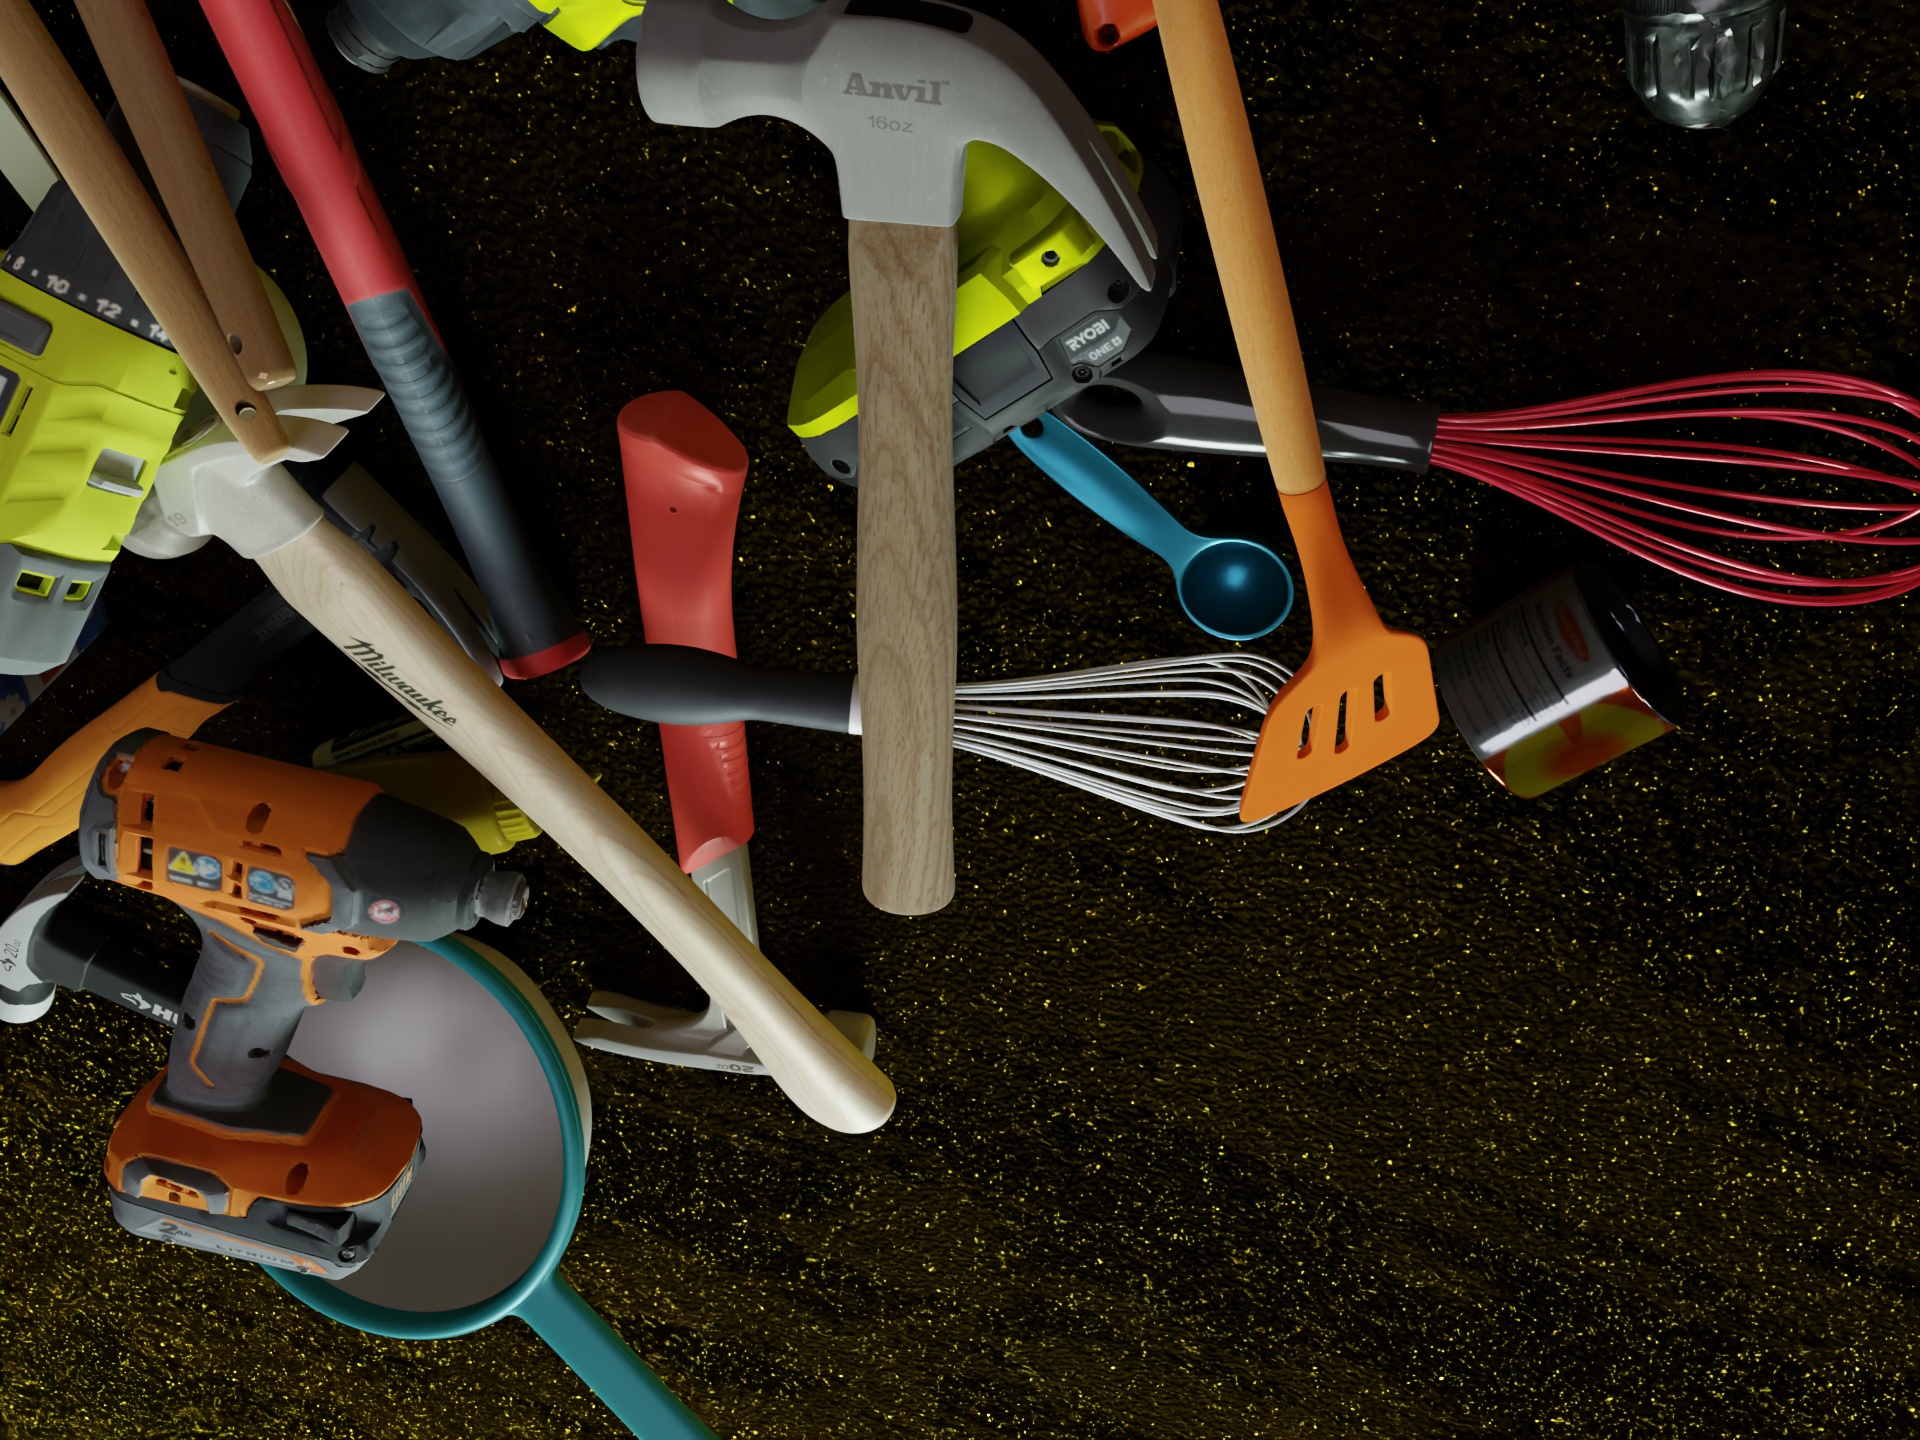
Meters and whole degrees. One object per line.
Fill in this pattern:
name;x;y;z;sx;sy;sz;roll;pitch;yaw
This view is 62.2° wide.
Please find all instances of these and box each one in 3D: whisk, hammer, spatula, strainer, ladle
whisk;-0.001;-0.002;0.598;0.284;0.070;0.070;6;130;0
hammer;-0.357;0.183;0.864;0.334;0.035;0.146;30;129;-12
spatula;0.092;-0.095;0.474;0.081;0.041;0.322;-25;122;-5
hammer;-0.014;-0.052;0.493;0.130;0.031;0.331;7;135;6
hammer;-0.345;-0.002;0.712;0.337;0.034;0.127;-27;117;30
strainer;-0.218;0.231;0.784;0.340;0.095;0.211;45;107;3
hammer;-0.141;0.042;0.628;0.146;0.038;0.410;-6;133;40
ladle;-0.282;-0.213;0.451;0.315;0.069;0.031;60;163;-8
whisk;0.172;-0.087;0.512;0.296;0.073;0.073;11;130;12
hammer;-0.117;0.027;0.682;0.149;0.037;0.358;6;130;8
hammer;-0.198;-0.163;0.521;0.038;0.143;0.385;-18;139;-7

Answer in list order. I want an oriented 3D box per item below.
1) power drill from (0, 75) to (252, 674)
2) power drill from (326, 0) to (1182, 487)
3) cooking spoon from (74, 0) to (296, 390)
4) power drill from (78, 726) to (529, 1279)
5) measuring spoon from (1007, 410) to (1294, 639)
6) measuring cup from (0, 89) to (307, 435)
power drill;-0.347;-0.145;0.514;0.228;0.080;0.190;27;93;11
power drill;-0.055;-0.177;0.454;0.171;0.080;0.223;-27;126;30
cooking spoon;-0.253;-0.244;0.435;0.069;0.017;0.319;-14;102;33
power drill;-0.268;0.121;0.656;0.164;0.084;0.226;14;118;-2
measuring spoon;0.067;-0.078;0.571;0.128;0.021;0.042;38;128;-6
measuring cup;-0.299;-0.173;0.569;0.083;0.038;0.167;-27;103;31
